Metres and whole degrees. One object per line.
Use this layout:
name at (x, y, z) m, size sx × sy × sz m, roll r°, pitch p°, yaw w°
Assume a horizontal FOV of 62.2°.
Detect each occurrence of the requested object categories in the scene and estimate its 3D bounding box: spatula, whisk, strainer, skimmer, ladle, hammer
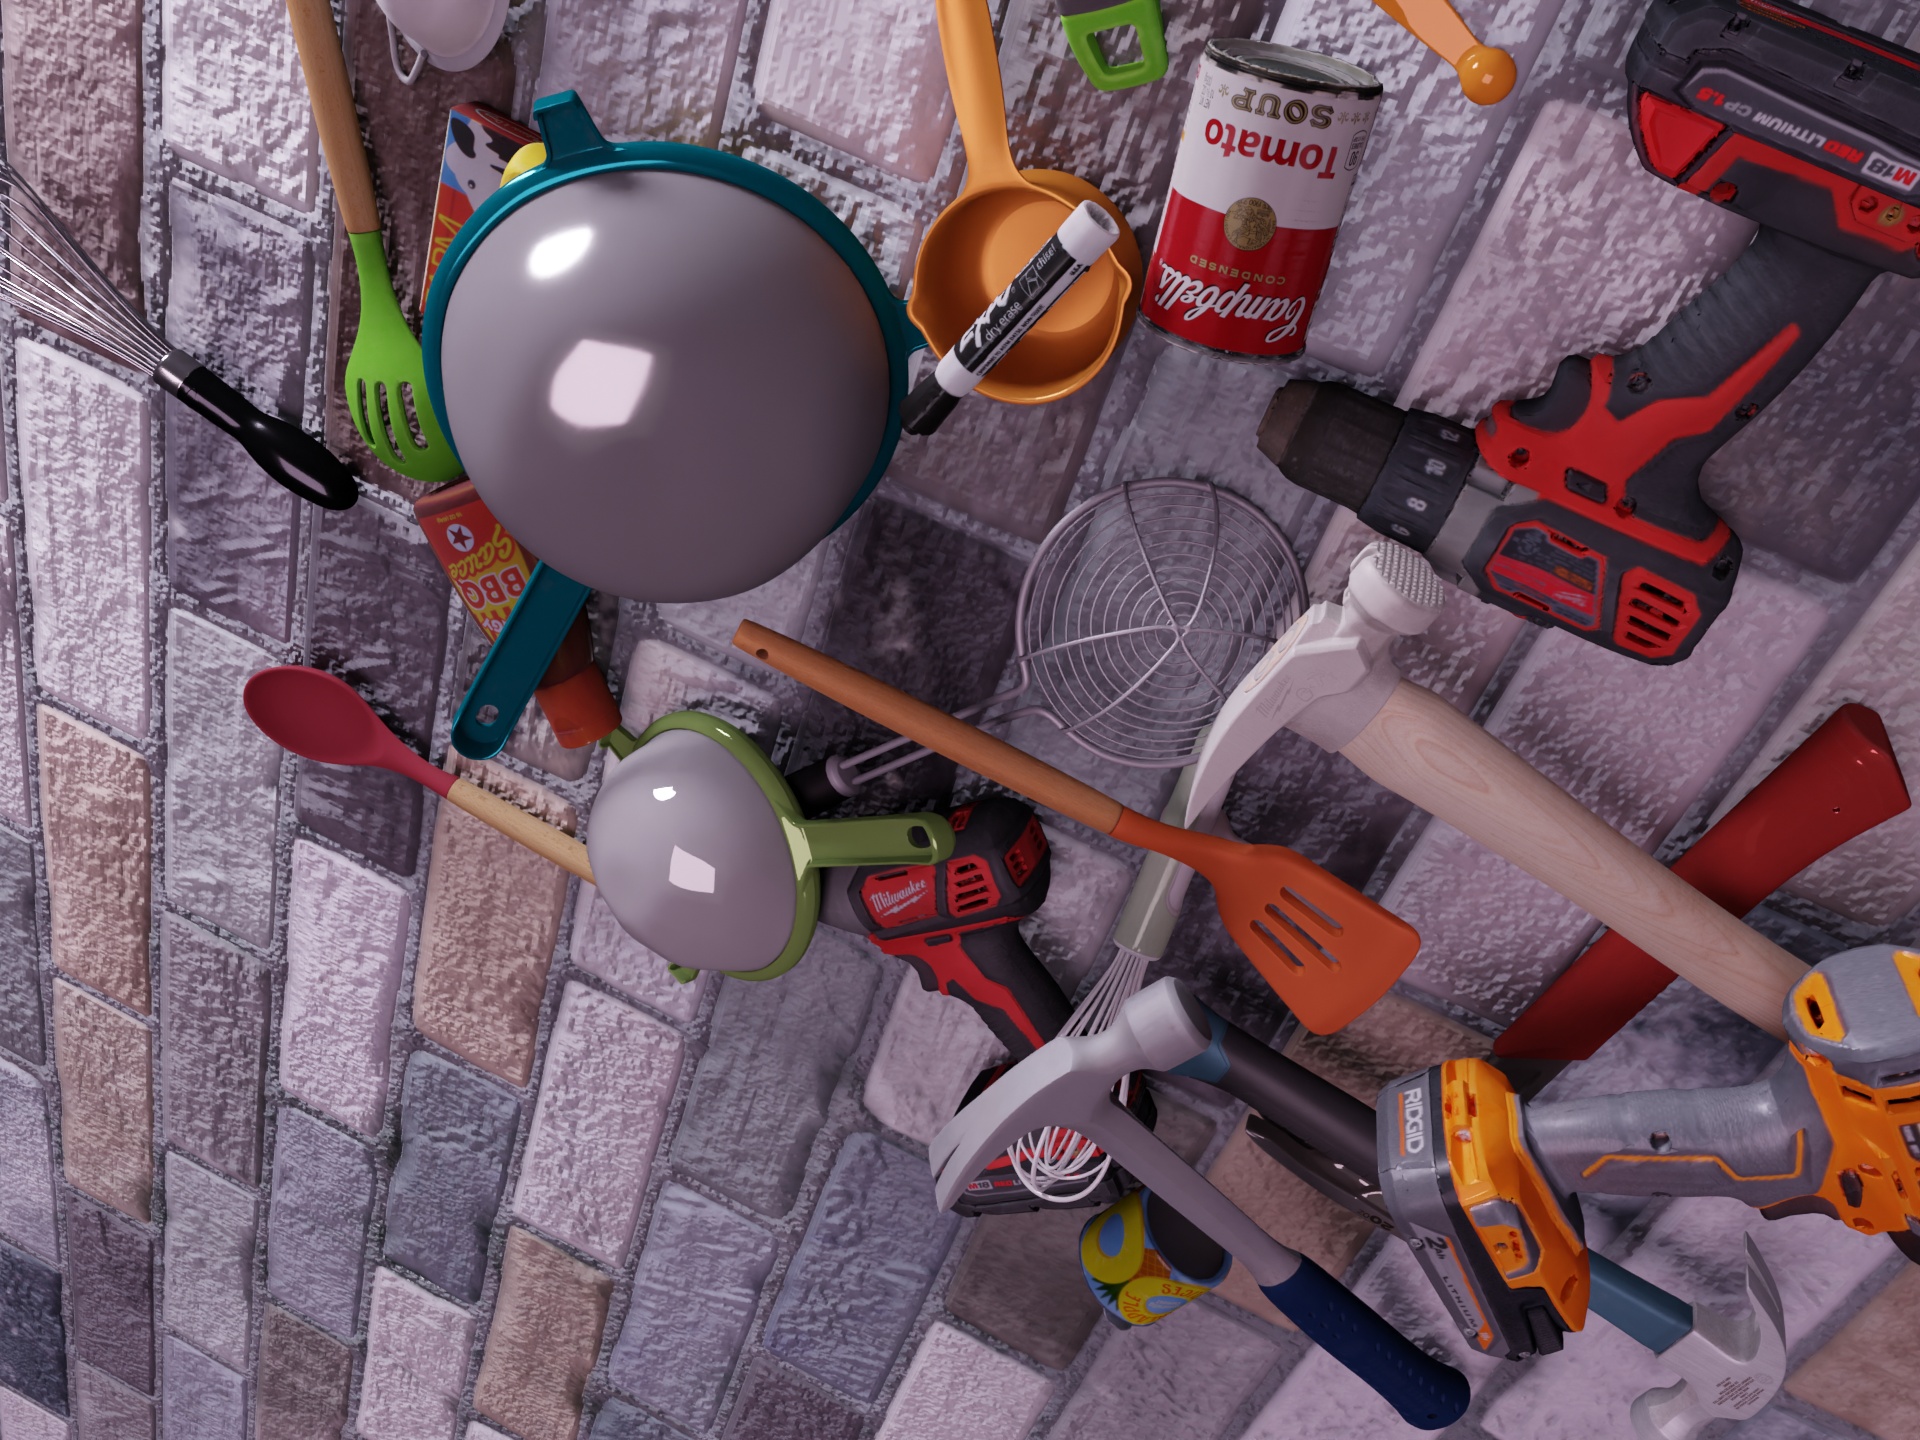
spatula at (0.045, 0.038, 0.695) m, size 0.322 × 0.041 × 0.081 m, roll 27°, pitch 130°, yaw -7°
whisk at (-0.436, -0.200, 0.831) m, size 0.284 × 0.070 × 0.070 m, roll 38°, pitch 126°, yaw -7°
strainer at (-0.159, -0.081, 0.702) m, size 0.210 × 0.095 × 0.340 m, roll 24°, pitch 122°, yaw -23°
skimmer at (-0.001, -0.002, 0.778) m, size 0.363 × 0.090 × 0.127 m, roll -23°, pitch 102°, yaw 42°
strainer at (-0.110, 0.071, 0.787) m, size 0.256 × 0.069 × 0.151 m, roll -7°, pitch 101°, yaw 46°
whisk at (0.081, 0.115, 0.752) m, size 0.059 × 0.057 × 0.246 m, roll 27°, pitch 100°, yaw 34°
ladle at (-0.273, 0.052, 0.926) m, size 0.315 × 0.031 × 0.069 m, roll 29°, pitch 128°, yaw 3°
strainer at (-0.186, -0.361, 0.640) m, size 0.258 × 0.050 × 0.087 m, roll -42°, pitch 83°, yaw 32°
hammer at (0.291, 0.090, 0.656) m, size 0.410 × 0.038 × 0.146 m, roll 32°, pitch 127°, yaw -5°
hammer at (0.243, 0.234, 0.770) m, size 0.331 × 0.033 × 0.128 m, roll 31°, pitch 127°, yaw 3°
hammer at (0.281, 0.125, 0.731) m, size 0.149 × 0.037 × 0.359 m, roll 31°, pitch 126°, yaw 3°
hammer at (0.144, 0.264, 0.774) m, size 0.144 × 0.035 × 0.405 m, roll -33°, pitch 127°, yaw 15°

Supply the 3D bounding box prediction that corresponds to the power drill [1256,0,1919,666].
power drill at (0.228, -0.142, 0.575) m, size 0.188 × 0.080 × 0.226 m, roll 26°, pitch 128°, yaw 7°

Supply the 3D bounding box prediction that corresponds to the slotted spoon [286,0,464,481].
slotted spoon at (-0.290, -0.258, 0.751) m, size 0.070 × 0.031 × 0.313 m, roll 6°, pitch 119°, yaw 20°

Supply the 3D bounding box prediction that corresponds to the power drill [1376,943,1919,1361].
power drill at (0.306, 0.191, 0.651) m, size 0.226 × 0.084 × 0.164 m, roll -22°, pitch 115°, yaw 25°

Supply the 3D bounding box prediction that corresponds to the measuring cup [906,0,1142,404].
measuring cup at (0.022, -0.216, 0.630) m, size 0.095 × 0.052 × 0.173 m, roll -2°, pitch 116°, yaw 24°

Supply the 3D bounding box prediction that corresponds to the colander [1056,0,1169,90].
colander at (0.010, -0.408, 0.512) m, size 0.204 × 0.095 × 0.396 m, roll -3°, pitch 135°, yaw 24°

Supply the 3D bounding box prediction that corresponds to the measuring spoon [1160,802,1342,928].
measuring spoon at (0.150, 0.078, 0.768) m, size 0.124 × 0.018 × 0.034 m, roll 32°, pitch 125°, yaw 2°

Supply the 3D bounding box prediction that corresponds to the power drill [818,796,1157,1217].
power drill at (0.006, 0.149, 0.838) m, size 0.143 × 0.078 × 0.219 m, roll -15°, pitch 109°, yaw 29°

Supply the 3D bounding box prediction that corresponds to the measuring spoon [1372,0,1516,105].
measuring spoon at (0.155, -0.264, 0.569) m, size 0.117 × 0.011 × 0.021 m, roll 43°, pitch 125°, yaw -5°
